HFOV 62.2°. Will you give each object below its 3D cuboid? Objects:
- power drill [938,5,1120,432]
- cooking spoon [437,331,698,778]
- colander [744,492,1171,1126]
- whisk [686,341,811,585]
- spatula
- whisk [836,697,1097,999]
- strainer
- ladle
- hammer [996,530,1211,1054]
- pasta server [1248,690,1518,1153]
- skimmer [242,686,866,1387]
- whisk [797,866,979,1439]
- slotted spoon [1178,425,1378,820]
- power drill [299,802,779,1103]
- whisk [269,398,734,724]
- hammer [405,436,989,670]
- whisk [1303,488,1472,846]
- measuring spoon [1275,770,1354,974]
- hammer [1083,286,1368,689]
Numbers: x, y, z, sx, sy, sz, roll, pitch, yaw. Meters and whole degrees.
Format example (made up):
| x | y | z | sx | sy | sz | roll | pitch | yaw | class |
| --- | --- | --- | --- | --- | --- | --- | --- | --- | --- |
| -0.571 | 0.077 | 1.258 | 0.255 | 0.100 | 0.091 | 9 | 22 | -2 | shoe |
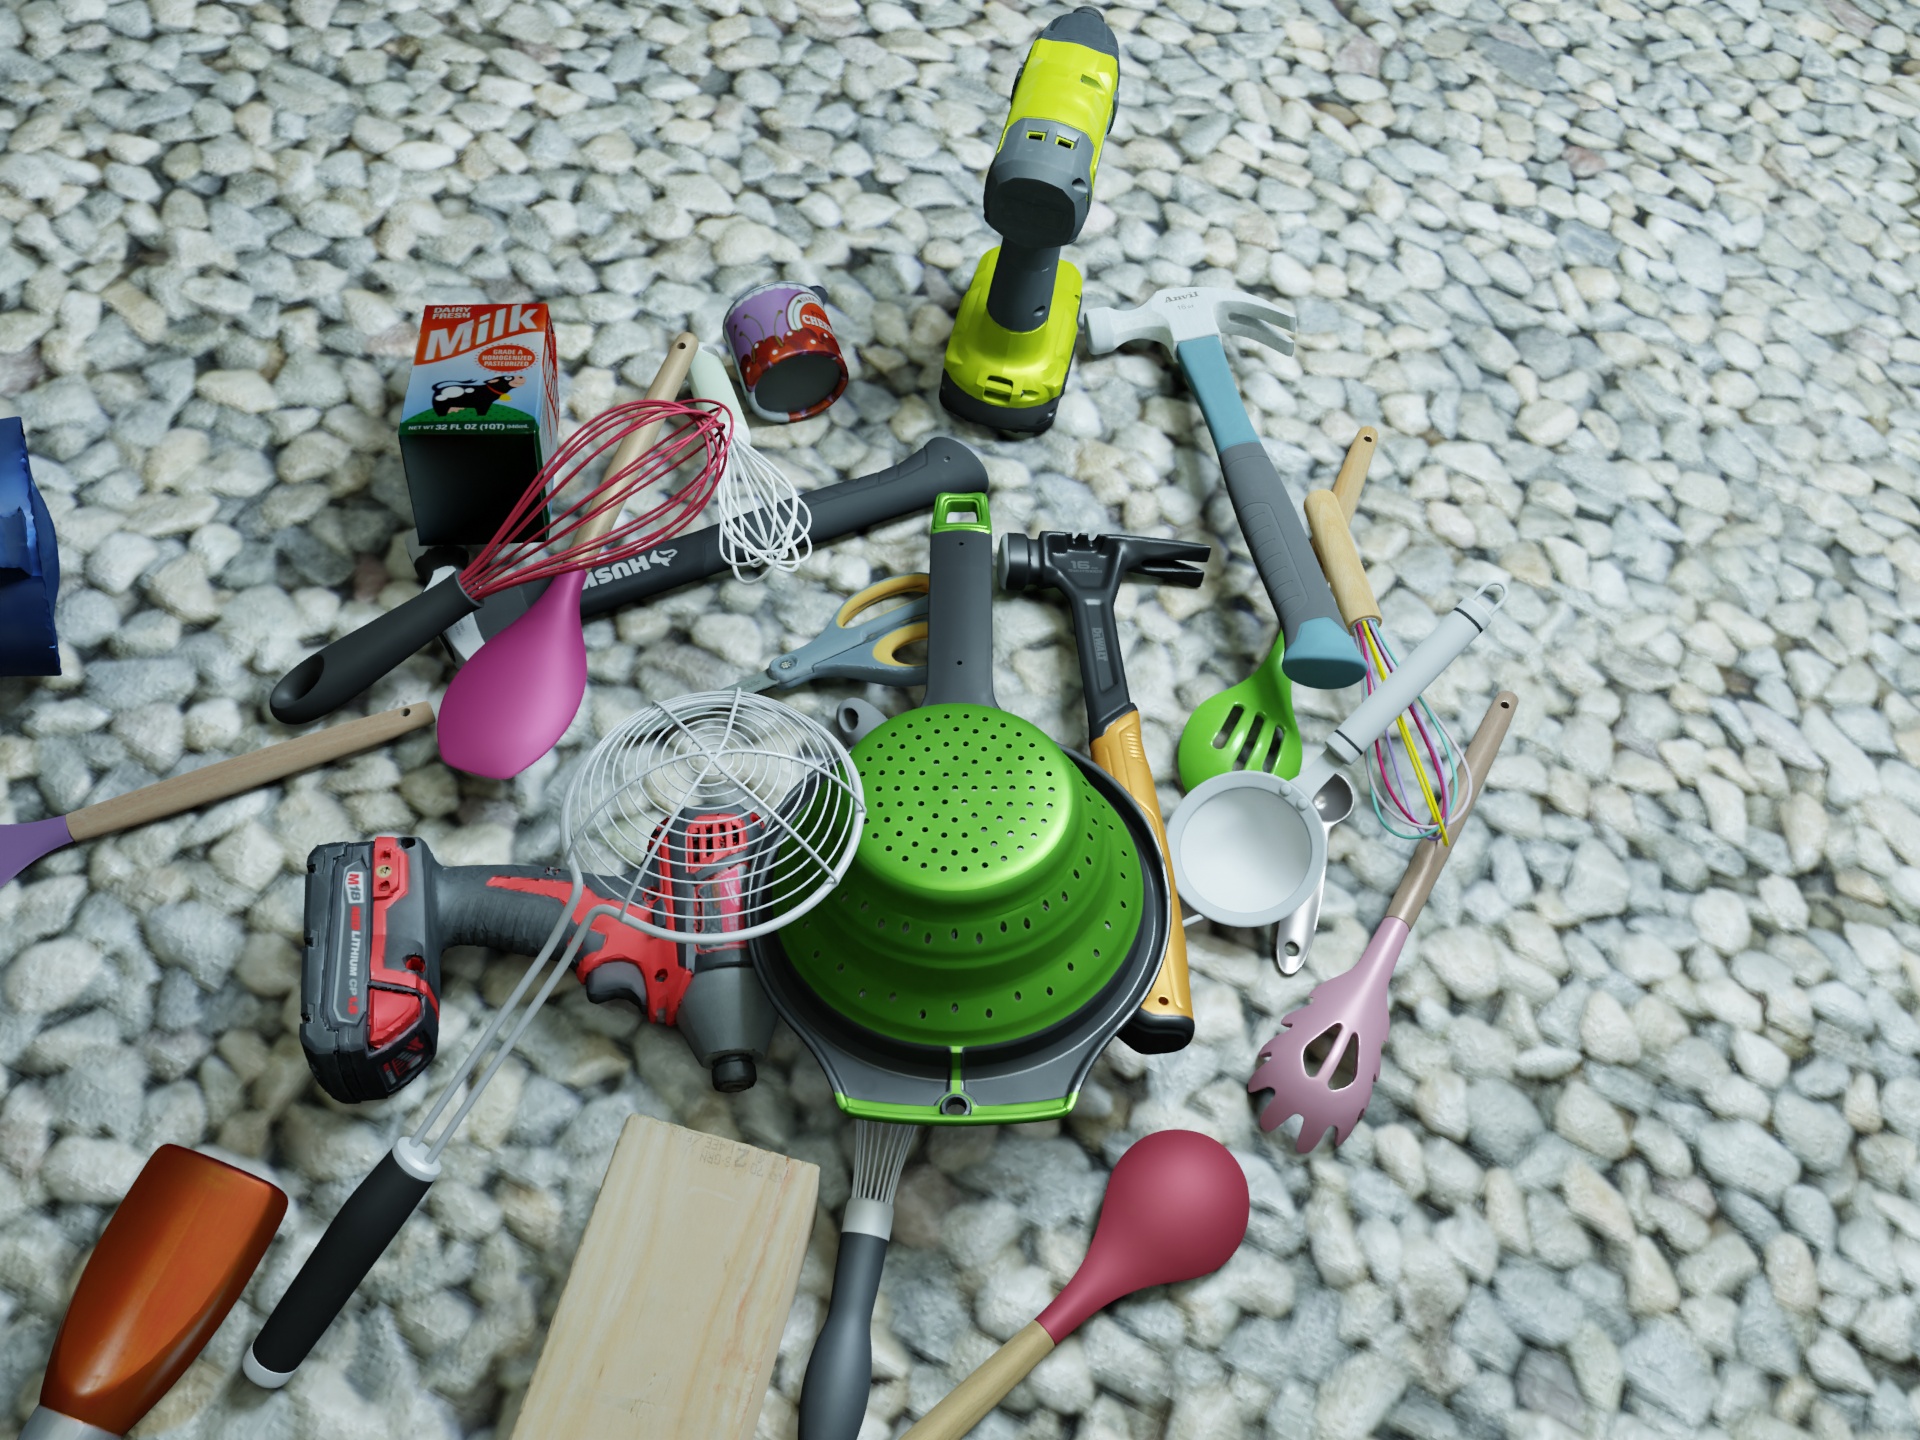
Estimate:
| x | y | z | sx | sy | sz | roll | pitch | yaw | class |
| --- | --- | --- | --- | --- | --- | --- | --- | --- | --- |
| 0.047 | -0.297 | 0.955 | 0.080 | 0.223 | 0.171 | 14 | 59 | 0 | power drill |
| -0.206 | -0.104 | 0.887 | 0.069 | 0.017 | 0.319 | 15 | 58 | 4 | cooking spoon |
| -0.001 | -0.003 | 0.786 | 0.204 | 0.094 | 0.398 | 0 | 50 | 1 | colander |
| -0.132 | -0.157 | 0.919 | 0.057 | 0.059 | 0.247 | 23 | 27 | -34 | whisk |
| -0.425 | 0.048 | 0.809 | 0.316 | 0.018 | 0.060 | -20 | 62 | -17 | spatula |
| 0.005 | 0.073 | 0.840 | 0.055 | 0.055 | 0.239 | -30 | 63 | -22 | whisk |
| 0.200 | 0.022 | 0.850 | 0.258 | 0.050 | 0.087 | -46 | 64 | 4 | strainer |
| 0.018 | 0.295 | 0.721 | 0.315 | 0.031 | 0.069 | -36 | 70 | -22 | ladle |
| 0.093 | 0.023 | 0.852 | 0.127 | 0.034 | 0.337 | 2 | 50 | -6 | hammer |
| 0.245 | 0.096 | 0.869 | 0.060 | 0.040 | 0.316 | 31 | 57 | 10 | pasta server |
| -0.182 | 0.142 | 0.692 | 0.127 | 0.090 | 0.363 | 40 | 98 | 24 | skimmer |
| -0.037 | 0.204 | 0.753 | 0.070 | 0.070 | 0.285 | 11 | 64 | -1 | whisk |
| 0.206 | -0.071 | 0.960 | 0.070 | 0.031 | 0.314 | 26 | 58 | 2 | slotted spoon |
| -0.195 | 0.118 | 0.769 | 0.219 | 0.078 | 0.143 | -4 | 61 | -13 | power drill |
| -0.241 | -0.080 | 0.833 | 0.296 | 0.073 | 0.073 | -32 | 66 | 7 | whisk |
| -0.136 | -0.097 | 0.924 | 0.334 | 0.035 | 0.146 | -20 | 64 | -19 | hammer |
| 0.237 | -0.034 | 0.911 | 0.047 | 0.051 | 0.245 | 20 | 46 | -37 | whisk |
| 0.190 | 0.083 | 0.877 | 0.034 | 0.018 | 0.124 | 18 | 66 | 0 | measuring spoon |
| 0.172 | -0.151 | 0.959 | 0.128 | 0.033 | 0.331 | -12 | 53 | -1 | hammer |
